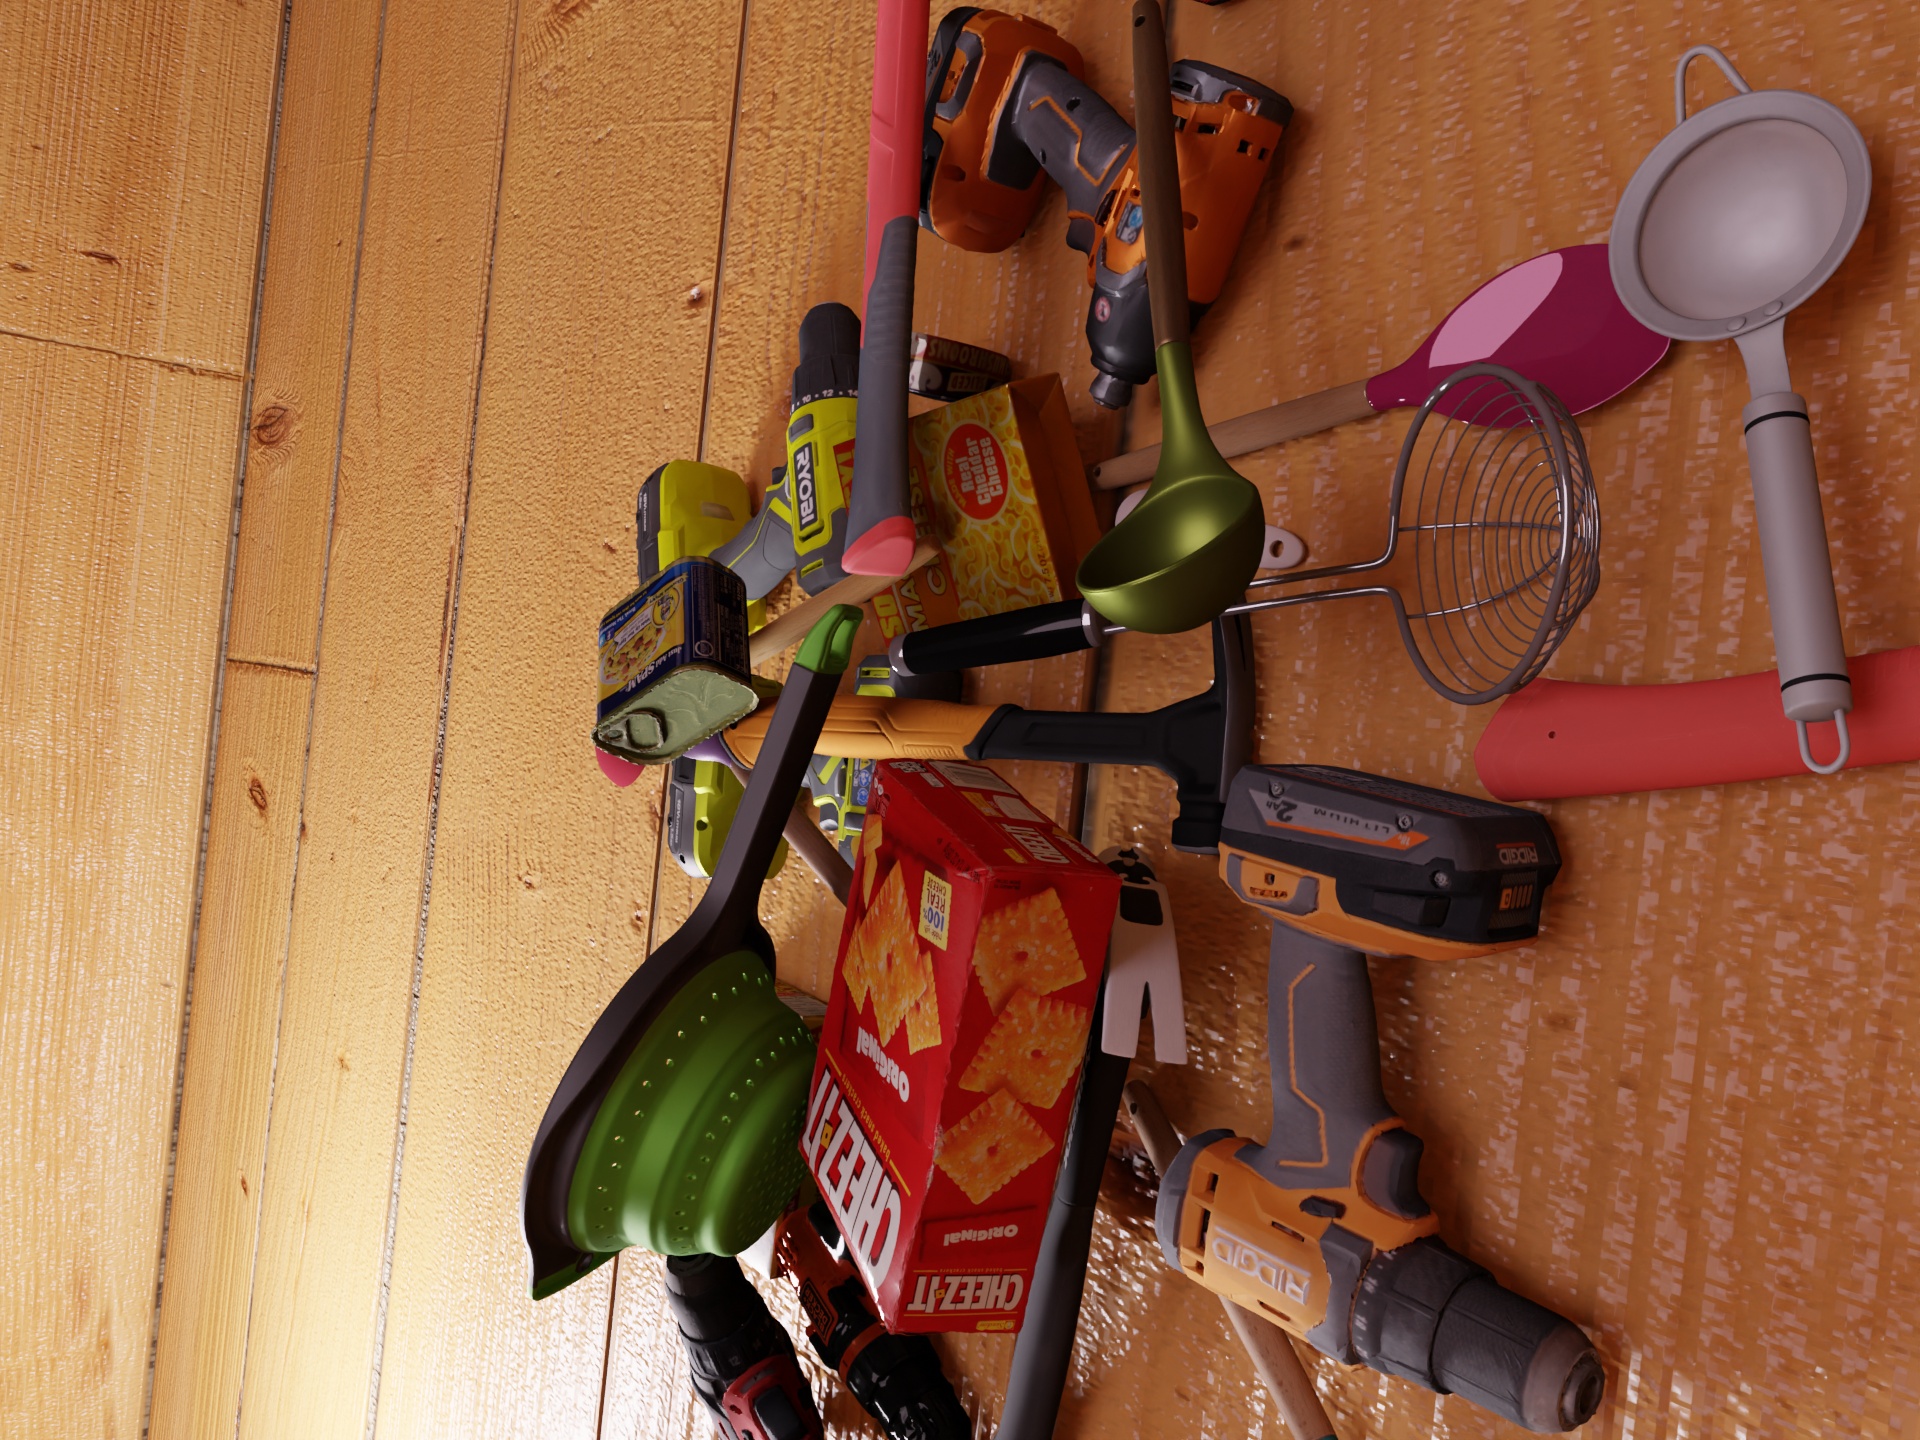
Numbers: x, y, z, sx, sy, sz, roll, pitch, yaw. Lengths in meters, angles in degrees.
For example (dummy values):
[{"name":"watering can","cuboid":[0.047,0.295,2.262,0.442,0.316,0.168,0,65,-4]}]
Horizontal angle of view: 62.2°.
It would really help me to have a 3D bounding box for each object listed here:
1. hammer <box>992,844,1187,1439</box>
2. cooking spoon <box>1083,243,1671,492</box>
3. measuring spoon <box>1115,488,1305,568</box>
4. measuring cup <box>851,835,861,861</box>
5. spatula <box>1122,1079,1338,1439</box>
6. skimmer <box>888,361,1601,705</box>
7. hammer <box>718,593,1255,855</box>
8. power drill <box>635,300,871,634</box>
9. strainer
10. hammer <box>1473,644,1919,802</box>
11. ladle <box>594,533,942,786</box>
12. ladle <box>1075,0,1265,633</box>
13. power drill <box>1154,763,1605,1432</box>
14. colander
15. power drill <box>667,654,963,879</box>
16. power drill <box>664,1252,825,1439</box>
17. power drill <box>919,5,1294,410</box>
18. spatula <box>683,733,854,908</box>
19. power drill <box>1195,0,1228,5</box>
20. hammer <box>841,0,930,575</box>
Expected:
[{"name":"hammer","cuboid":[0.053,0.237,0.747,0.146,0.035,0.334,-88,8,-72]},{"name":"cooking spoon","cuboid":[0.164,-0.139,0.707,0.319,0.017,0.069,-8,78,52]},{"name":"measuring spoon","cuboid":[0.115,-0.090,0.766,0.124,0.018,0.034,21,102,52]},{"name":"measuring cup","cuboid":[-0.007,0.121,0.861,0.157,0.029,0.062,52,125,23]},{"name":"spatula","cuboid":[0.146,0.282,0.674,0.082,0.044,0.318,-59,39,29]},{"name":"skimmer","cuboid":[0.093,-0.055,0.680,0.363,0.090,0.127,-8,82,38]},{"name":"hammer","cuboid":[-0.001,-0.003,0.831,0.337,0.034,0.127,1,86,38]},{"name":"power drill","cuboid":[-0.125,-0.151,1.050,0.228,0.080,0.191,-22,69,47]},{"name":"strainer","cuboid":[0.266,-0.105,0.522,0.087,0.050,0.259,-19,61,46]},{"name":"hammer","cuboid":[0.317,0.000,0.470,0.359,0.036,0.149,-14,74,51]},{"name":"ladle","cuboid":[-0.127,-0.037,0.942,0.315,0.031,0.069,-27,59,36]},{"name":"ladle","cuboid":[0.081,-0.183,0.666,0.078,0.062,0.320,-16,64,34]},{"name":"power drill","cuboid":[0.169,0.142,0.614,0.185,0.084,0.226,15,100,48]},{"name":"colander","cuboid":[-0.100,0.137,0.827,0.094,0.204,0.397,25,99,17]},{"name":"power drill","cuboid":[-0.090,0.047,0.977,0.223,0.080,0.171,2,87,50]},{"name":"power drill","cuboid":[-0.086,0.398,0.867,0.227,0.080,0.187,33,145,51]},{"name":"power drill","cuboid":[0.056,-0.268,0.821,0.227,0.084,0.164,42,120,43]},{"name":"spatula","cuboid":[-0.120,0.040,0.944,0.316,0.018,0.059,42,111,42]},{"name":"power drill","cuboid":[0.135,-0.393,0.679,0.220,0.143,0.078,-7,77,50]},{"name":"hammer","cuboid":[-0.044,-0.271,0.848,0.143,0.038,0.386,6,93,55]}]
